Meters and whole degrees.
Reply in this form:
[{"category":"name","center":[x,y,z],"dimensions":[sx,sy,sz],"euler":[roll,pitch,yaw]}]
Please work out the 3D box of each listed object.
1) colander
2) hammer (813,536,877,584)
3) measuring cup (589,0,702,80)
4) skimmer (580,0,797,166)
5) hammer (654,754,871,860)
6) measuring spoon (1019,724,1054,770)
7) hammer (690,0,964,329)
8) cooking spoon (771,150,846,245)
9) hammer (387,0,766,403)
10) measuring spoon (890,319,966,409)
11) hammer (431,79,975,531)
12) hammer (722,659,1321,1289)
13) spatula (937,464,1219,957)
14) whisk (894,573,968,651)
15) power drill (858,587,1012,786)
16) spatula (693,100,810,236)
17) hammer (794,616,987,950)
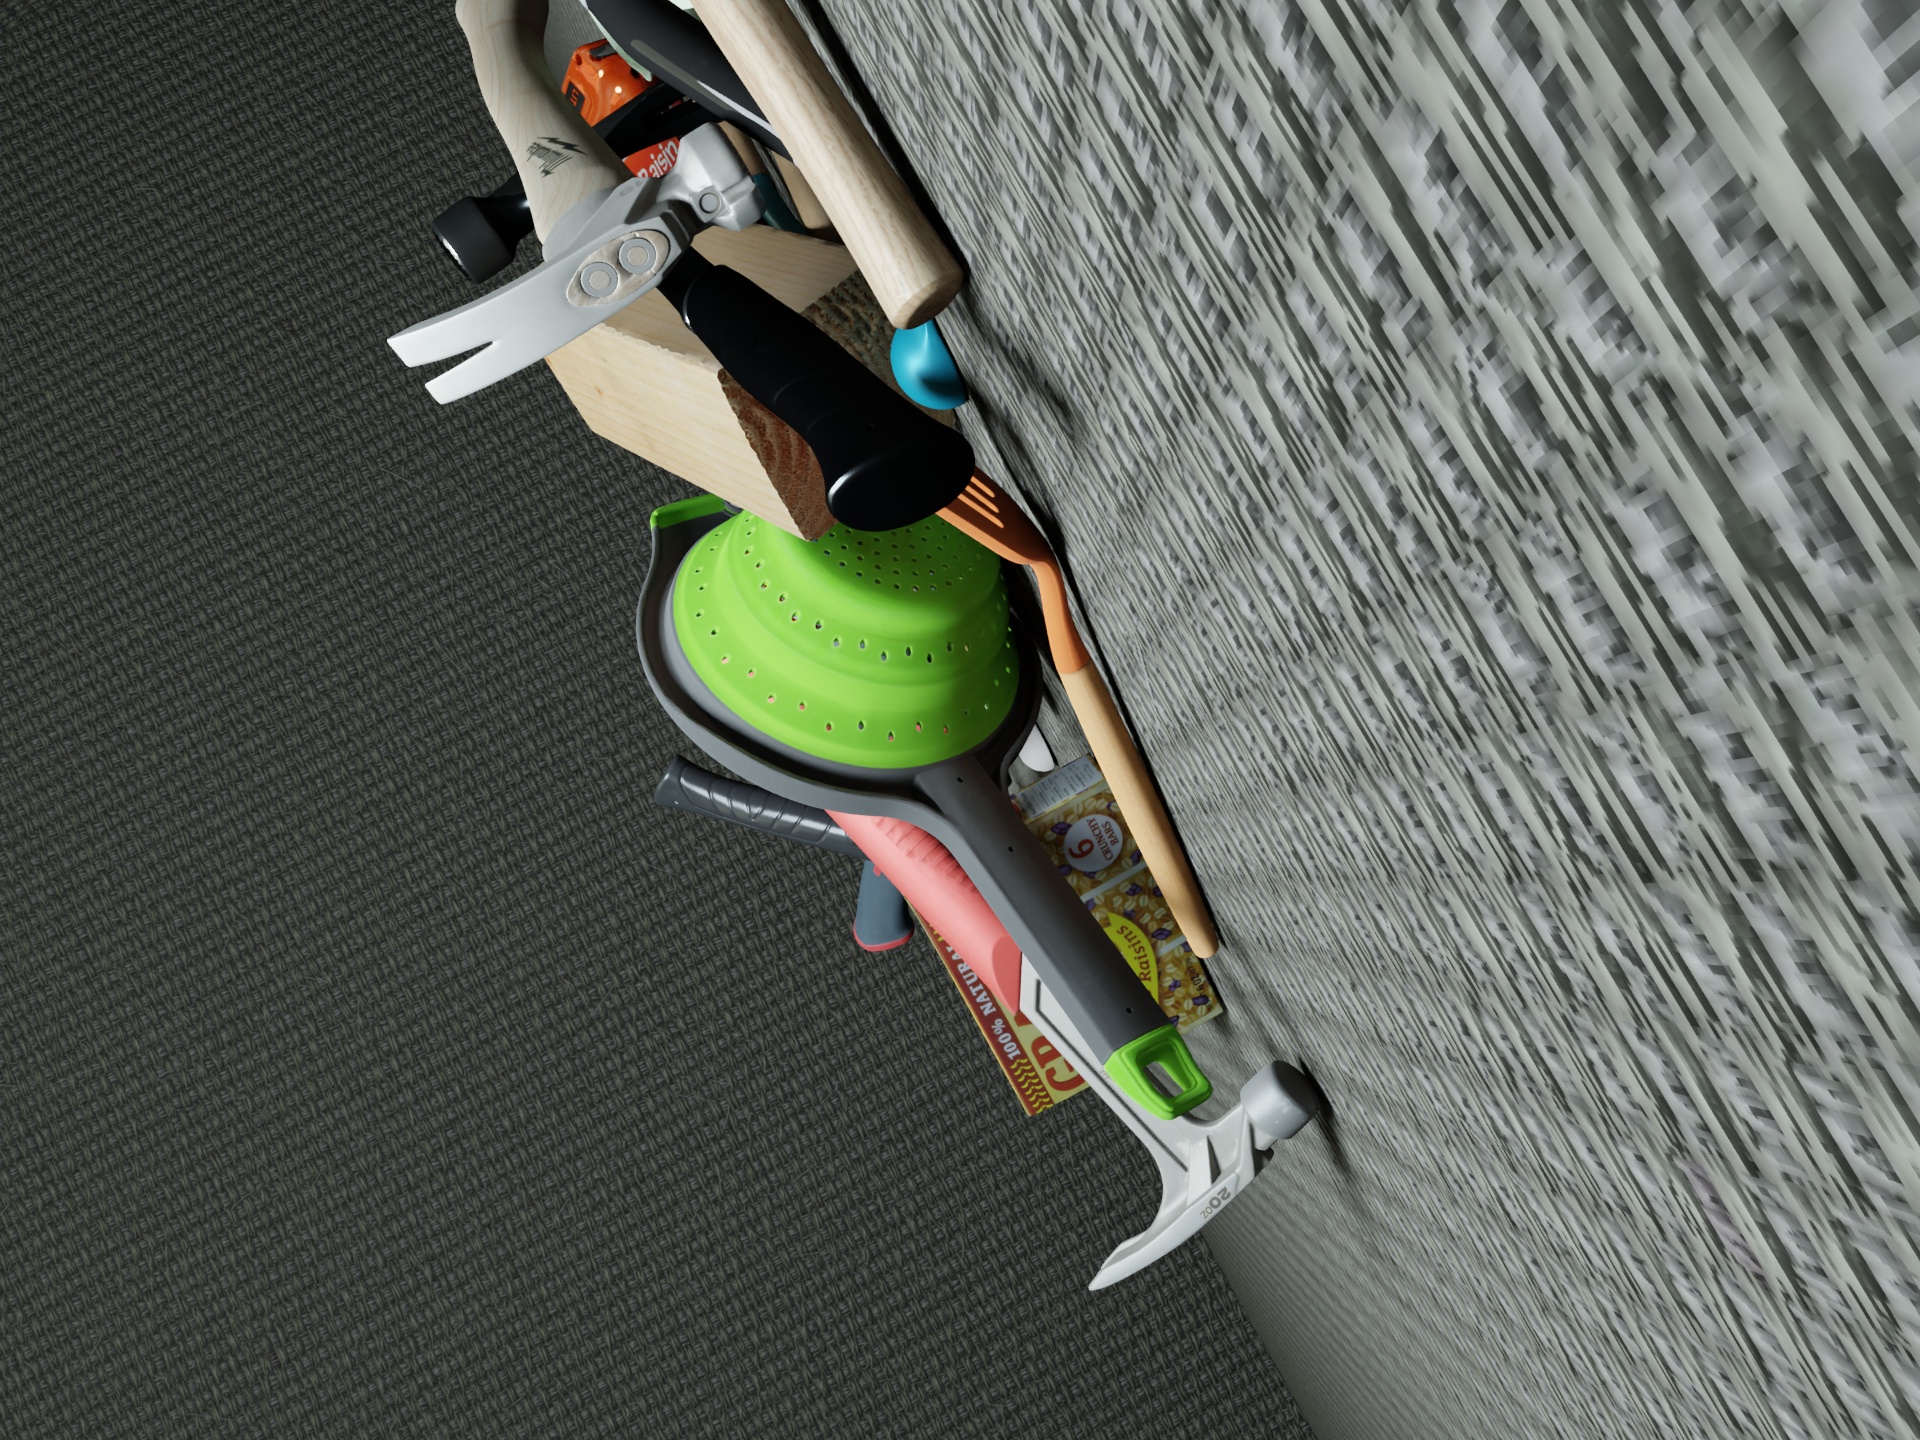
[{"category":"colander","center":[-0.001,-0.002,0.727],"dimensions":[0.397,0.204,0.094],"euler":[53,141,25]},{"category":"hammer","center":[-0.125,-0.219,1.075],"dimensions":[0.143,0.035,0.406],"euler":[66,-179,-47]},{"category":"measuring cup","center":[-0.129,-0.332,0.704],"dimensions":[0.168,0.038,0.083],"euler":[32,156,54]},{"category":"skimmer","center":[-0.166,-0.338,0.623],"dimensions":[0.363,0.090,0.127],"euler":[38,165,12]},{"category":"hammer","center":[-0.046,0.081,0.996],"dimensions":[0.335,0.035,0.146],"euler":[14,147,21]},{"category":"measuring spoon","center":[0.029,-0.017,1.017],"dimensions":[0.124,0.018,0.034],"euler":[63,176,-25]},{"category":"hammer","center":[-0.097,-0.277,0.525],"dimensions":[0.331,0.031,0.130],"euler":[57,168,1]},{"category":"cooking spoon","center":[-0.090,-0.281,0.621],"dimensions":[0.069,0.017,0.318],"euler":[45,166,45]},{"category":"hammer","center":[-0.204,-0.275,0.732],"dimensions":[0.038,0.146,0.411],"euler":[57,-178,-41]},{"category":"measuring spoon","center":[-0.028,-0.166,0.608],"dimensions":[0.042,0.021,0.128],"euler":[58,177,37]},{"category":"hammer","center":[-0.100,-0.173,0.625],"dimensions":[0.409,0.149,0.036],"euler":[47,172,48]},{"category":"hammer","center":[-0.001,0.102,0.780],"dimensions":[0.359,0.149,0.036],"euler":[46,-156,11]},{"category":"spatula","center":[0.048,-0.003,0.676],"dimensions":[0.081,0.041,0.322],"euler":[-102,-14,-54]},{"category":"whisk","center":[-0.017,-0.083,0.994],"dimensions":[0.244,0.047,0.051],"euler":[58,-173,-47]},{"category":"power drill","center":[-0.036,-0.036,1.148],"dimensions":[0.190,0.080,0.229],"euler":[55,-169,-44]},{"category":"spatula","center":[-0.125,-0.294,0.806],"dimensions":[0.317,0.044,0.082],"euler":[62,152,2]},{"category":"hammer","center":[-0.053,0.057,1.039],"dimensions":[0.143,0.038,0.386],"euler":[19,149,2]}]
